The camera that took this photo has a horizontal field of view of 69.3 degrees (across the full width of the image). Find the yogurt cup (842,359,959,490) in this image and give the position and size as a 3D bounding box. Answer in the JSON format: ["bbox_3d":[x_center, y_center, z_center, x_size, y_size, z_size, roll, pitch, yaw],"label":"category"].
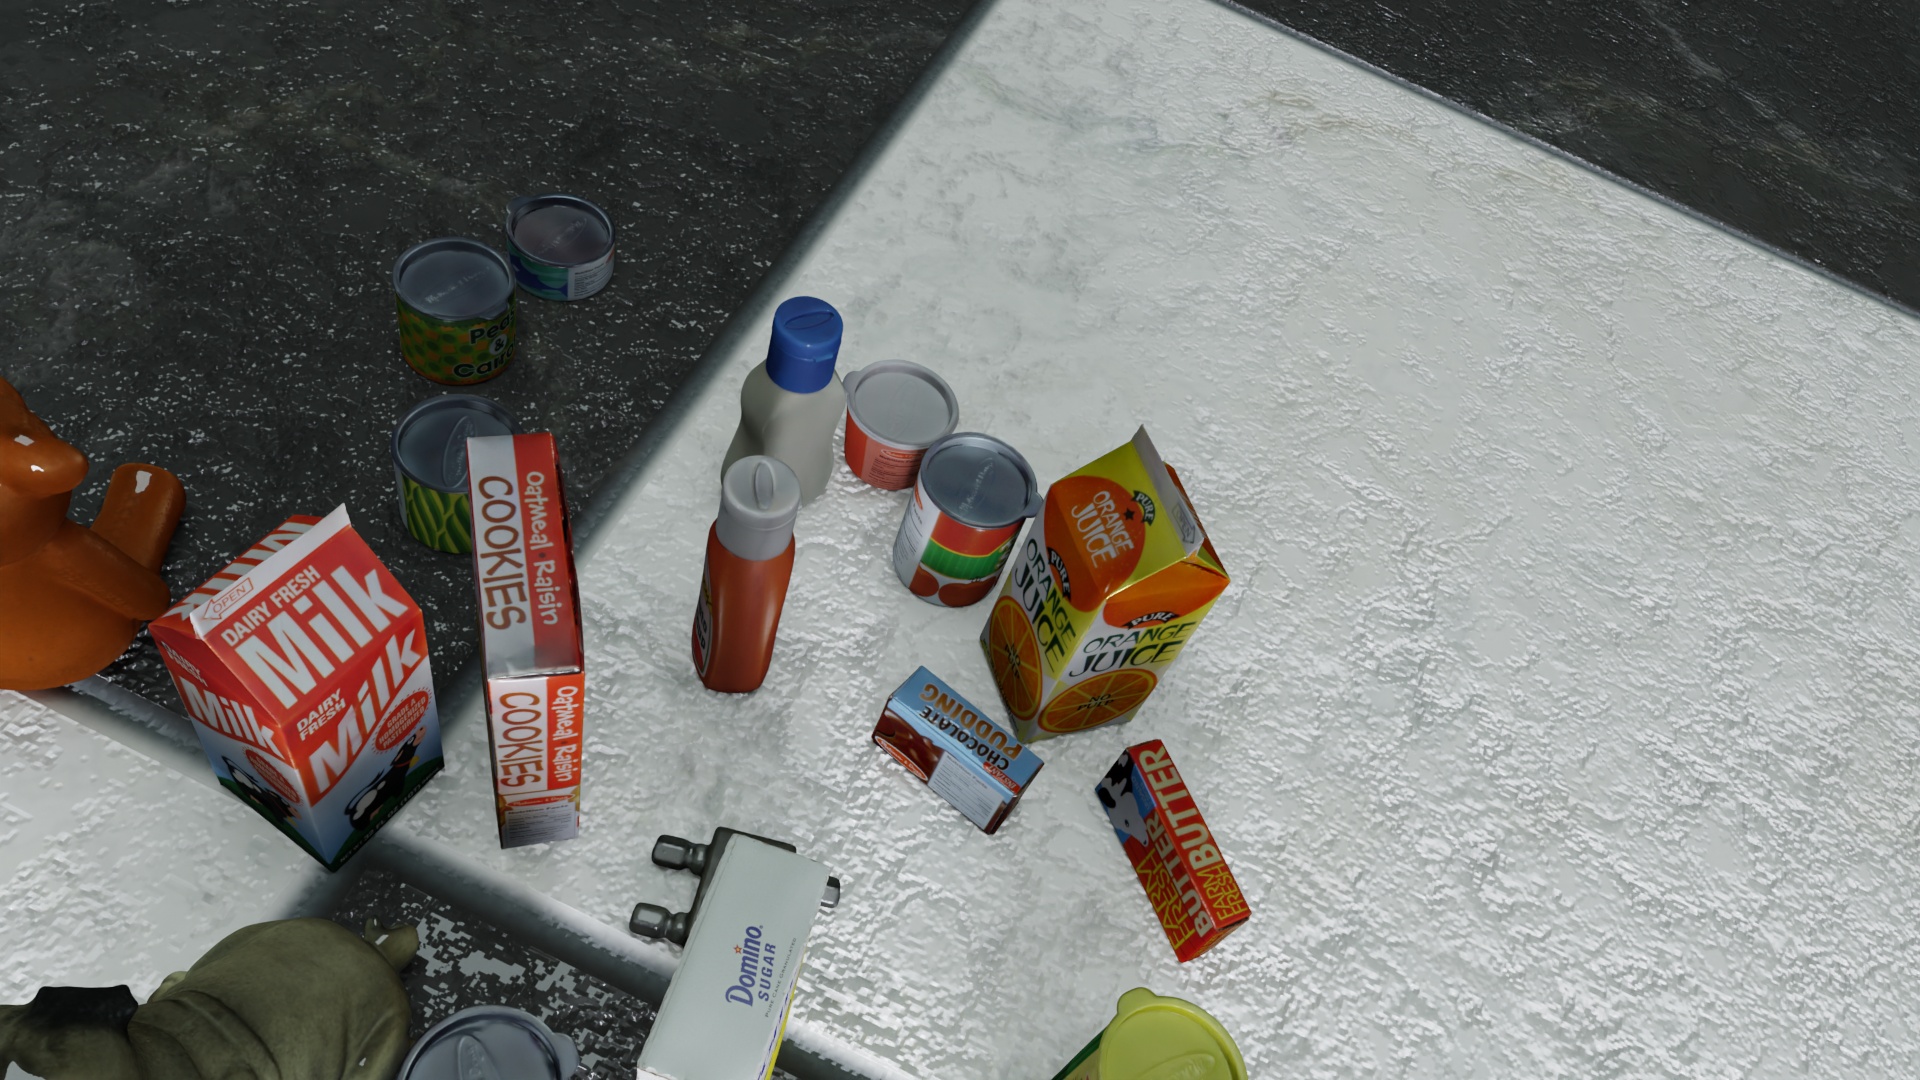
[{"bbox_3d":[-0.039,-0.067,0.840,0.072,0.053,0.073,8,53,-11],"label":"yogurt cup"}]

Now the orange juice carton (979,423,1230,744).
[{"bbox_3d":[0.075,0.026,0.718,0.073,0.191,0.072,-8,58,-22],"label":"orange juice carton"}]

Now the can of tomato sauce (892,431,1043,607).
[{"bbox_3d":[0.003,-0.010,0.792,0.071,0.082,0.071,8,53,-11],"label":"can of tomato sauce"}]

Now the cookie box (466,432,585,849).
[{"bbox_3d":[-0.198,0.049,0.635,0.040,0.166,0.123,-5,57,-20],"label":"cookie box"}]

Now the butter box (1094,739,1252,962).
[{"bbox_3d":[0.108,0.160,0.718,0.024,0.052,0.104,-12,59,-24],"label":"butter box"}]

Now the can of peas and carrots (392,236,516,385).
[{"bbox_3d":[-0.291,-0.132,0.809,0.071,0.058,0.071,8,53,-11],"label":"can of peas and carrots"}]

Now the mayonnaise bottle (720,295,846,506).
[{"bbox_3d":[-0.094,-0.071,0.767,0.065,0.147,0.041,-21,63,-28],"label":"mayonnaise bottle"}]

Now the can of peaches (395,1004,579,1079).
[{"bbox_3d":[-0.193,0.232,0.571,0.071,0.057,0.071,8,53,-11],"label":"can of peaches"}]

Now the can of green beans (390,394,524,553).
[{"bbox_3d":[-0.268,-0.035,0.745,0.071,0.057,0.071,8,53,-11],"label":"can of green beans"}]

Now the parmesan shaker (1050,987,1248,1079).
[{"bbox_3d":[0.075,0.247,0.612,0.071,0.102,0.071,8,53,-11],"label":"parmesan shaker"}]

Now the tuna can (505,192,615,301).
[{"bbox_3d":[-0.254,-0.186,0.876,0.071,0.032,0.071,8,53,-11],"label":"tuna can"}]

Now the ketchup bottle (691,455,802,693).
[{"bbox_3d":[-0.107,0.016,0.698,0.043,0.148,0.065,2,55,-15],"label":"ketchup bottle"}]

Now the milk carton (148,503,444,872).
[{"bbox_3d":[-0.277,0.060,0.589,0.073,0.189,0.073,34,53,9],"label":"milk carton"}]

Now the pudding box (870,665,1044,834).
[{"bbox_3d":[-0.003,0.109,0.724,0.084,0.049,0.030,37,53,11],"label":"pudding box"}]
